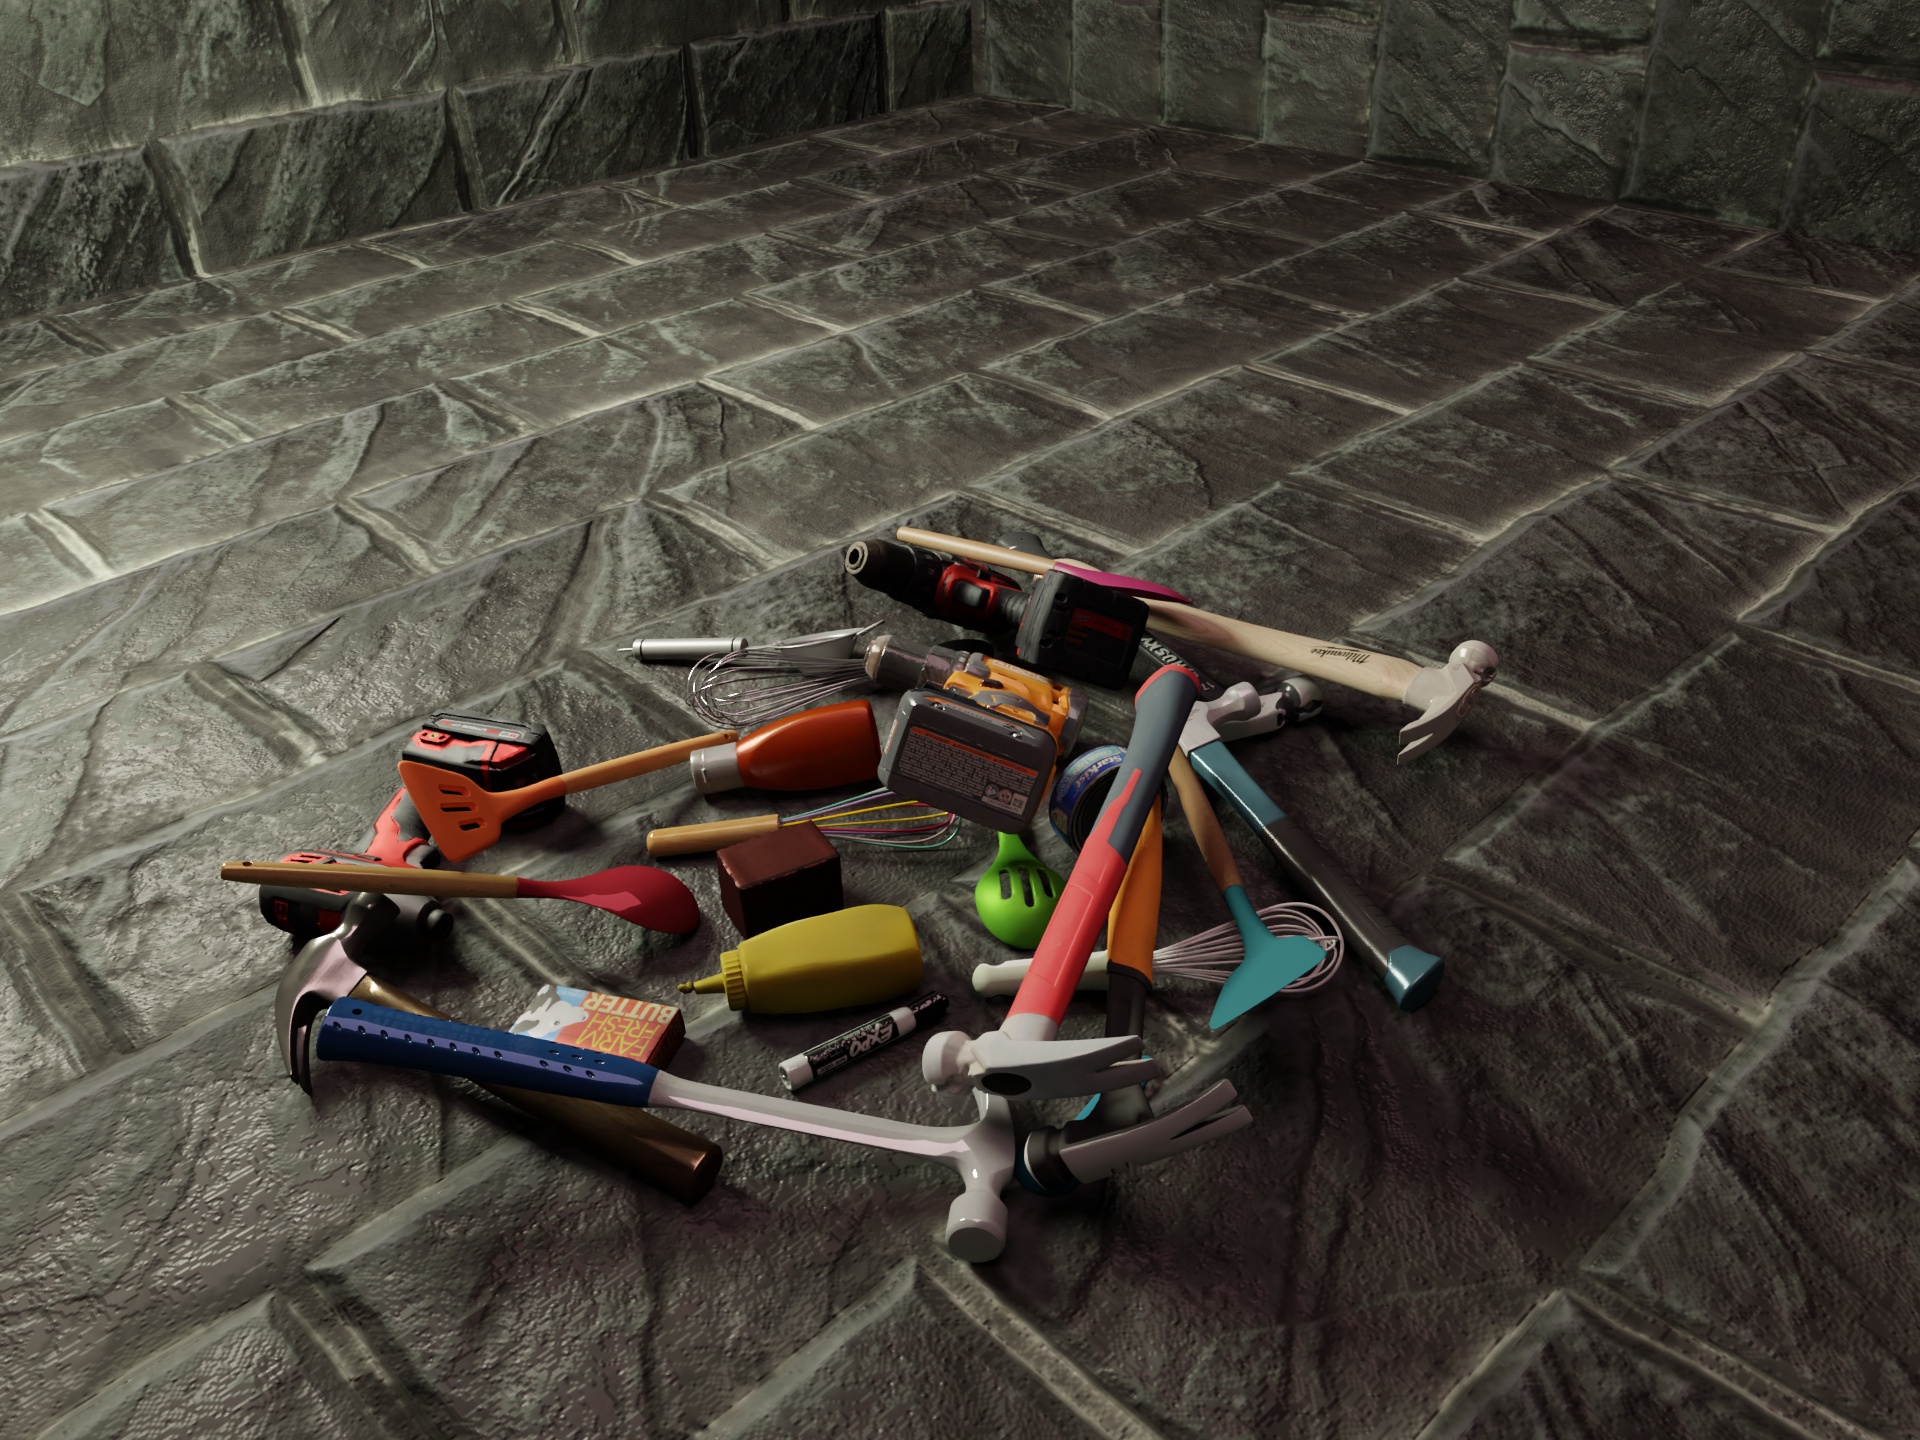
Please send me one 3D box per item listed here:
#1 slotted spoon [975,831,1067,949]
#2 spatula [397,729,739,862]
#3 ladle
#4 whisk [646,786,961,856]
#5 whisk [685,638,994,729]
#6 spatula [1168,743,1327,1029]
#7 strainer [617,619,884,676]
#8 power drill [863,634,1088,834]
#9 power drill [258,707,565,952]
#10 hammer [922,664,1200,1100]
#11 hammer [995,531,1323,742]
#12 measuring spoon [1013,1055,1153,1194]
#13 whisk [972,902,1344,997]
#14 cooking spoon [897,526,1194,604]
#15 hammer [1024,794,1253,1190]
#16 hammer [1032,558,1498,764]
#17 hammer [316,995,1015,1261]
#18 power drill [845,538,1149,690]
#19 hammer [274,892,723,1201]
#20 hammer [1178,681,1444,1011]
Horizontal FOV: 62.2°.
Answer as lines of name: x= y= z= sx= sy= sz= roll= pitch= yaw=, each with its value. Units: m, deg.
slotted spoon: x=0.028 y=0.066 z=1.225 sx=0.070 sy=0.031 sz=0.314 roll=-2 pitch=31 yaw=-9
spatula: x=-0.280 y=0.041 z=1.203 sx=0.322 sy=0.041 sz=0.081 roll=-18 pitch=73 yaw=-51
ladle: x=-0.327 y=0.112 z=1.075 sx=0.315 sy=0.031 sz=0.069 roll=6 pitch=27 yaw=-24
whisk: x=-0.114 y=0.081 z=1.206 sx=0.245 sy=0.051 sz=0.047 roll=-7 pitch=11 yaw=0
whisk: x=-0.098 y=-0.040 z=1.370 sx=0.284 sy=0.070 sz=0.070 roll=-10 pitch=33 yaw=-23
spatula: x=0.172 y=0.093 z=1.063 sx=0.082 sy=0.044 sz=0.318 roll=-36 pitch=29 yaw=14
strainer: x=-0.190 y=-0.064 z=1.433 sx=0.258 sy=0.050 sz=0.087 roll=0 pitch=11 yaw=15
power drill: x=-0.002 y=-0.004 z=1.217 sx=0.185 sy=0.084 sz=0.226 roll=20 pitch=18 yaw=4
power drill: x=-0.394 y=0.087 z=1.180 sx=0.143 sy=0.078 sz=0.220 roll=10 pitch=37 yaw=18
hammer: x=0.107 y=0.085 z=1.020 sx=0.143 sy=0.038 sz=0.386 roll=-12 pitch=31 yaw=33
hammer: x=0.143 y=-0.085 z=1.448 sx=0.149 sy=0.036 sz=0.409 roll=-19 pitch=35 yaw=-22
measuring spoon: x=0.079 y=0.235 z=0.957 sx=0.042 sy=0.021 sz=0.128 roll=22 pitch=41 yaw=33
whisk: x=0.130 y=0.160 z=1.053 sx=0.246 sy=0.059 sz=0.058 roll=-6 pitch=-6 yaw=2
cooking spoon: x=0.066 y=-0.139 z=1.413 sx=0.319 sy=0.017 sz=0.068 roll=17 pitch=4 yaw=36
hammer: x=0.113 y=0.142 z=0.996 sx=0.127 sy=0.034 sz=0.337 roll=-24 pitch=27 yaw=21
hammer: x=0.228 y=-0.067 z=1.344 sx=0.411 sy=0.038 sz=0.146 roll=20 pitch=42 yaw=34
hammer: x=-0.167 y=0.214 z=0.931 sx=0.405 sy=0.035 sz=0.144 roll=11 pitch=32 yaw=0
power drill: x=0.026 y=-0.102 z=1.357 sx=0.187 sy=0.080 sz=0.227 roll=15 pitch=5 yaw=-42
hammer: x=-0.291 y=0.214 z=0.984 sx=0.331 sy=0.031 sz=0.130 roll=20 pitch=59 yaw=23
hammer: x=0.237 y=0.086 z=1.149 sx=0.128 sy=0.033 sz=0.331 roll=-22 pitch=41 yaw=-13
